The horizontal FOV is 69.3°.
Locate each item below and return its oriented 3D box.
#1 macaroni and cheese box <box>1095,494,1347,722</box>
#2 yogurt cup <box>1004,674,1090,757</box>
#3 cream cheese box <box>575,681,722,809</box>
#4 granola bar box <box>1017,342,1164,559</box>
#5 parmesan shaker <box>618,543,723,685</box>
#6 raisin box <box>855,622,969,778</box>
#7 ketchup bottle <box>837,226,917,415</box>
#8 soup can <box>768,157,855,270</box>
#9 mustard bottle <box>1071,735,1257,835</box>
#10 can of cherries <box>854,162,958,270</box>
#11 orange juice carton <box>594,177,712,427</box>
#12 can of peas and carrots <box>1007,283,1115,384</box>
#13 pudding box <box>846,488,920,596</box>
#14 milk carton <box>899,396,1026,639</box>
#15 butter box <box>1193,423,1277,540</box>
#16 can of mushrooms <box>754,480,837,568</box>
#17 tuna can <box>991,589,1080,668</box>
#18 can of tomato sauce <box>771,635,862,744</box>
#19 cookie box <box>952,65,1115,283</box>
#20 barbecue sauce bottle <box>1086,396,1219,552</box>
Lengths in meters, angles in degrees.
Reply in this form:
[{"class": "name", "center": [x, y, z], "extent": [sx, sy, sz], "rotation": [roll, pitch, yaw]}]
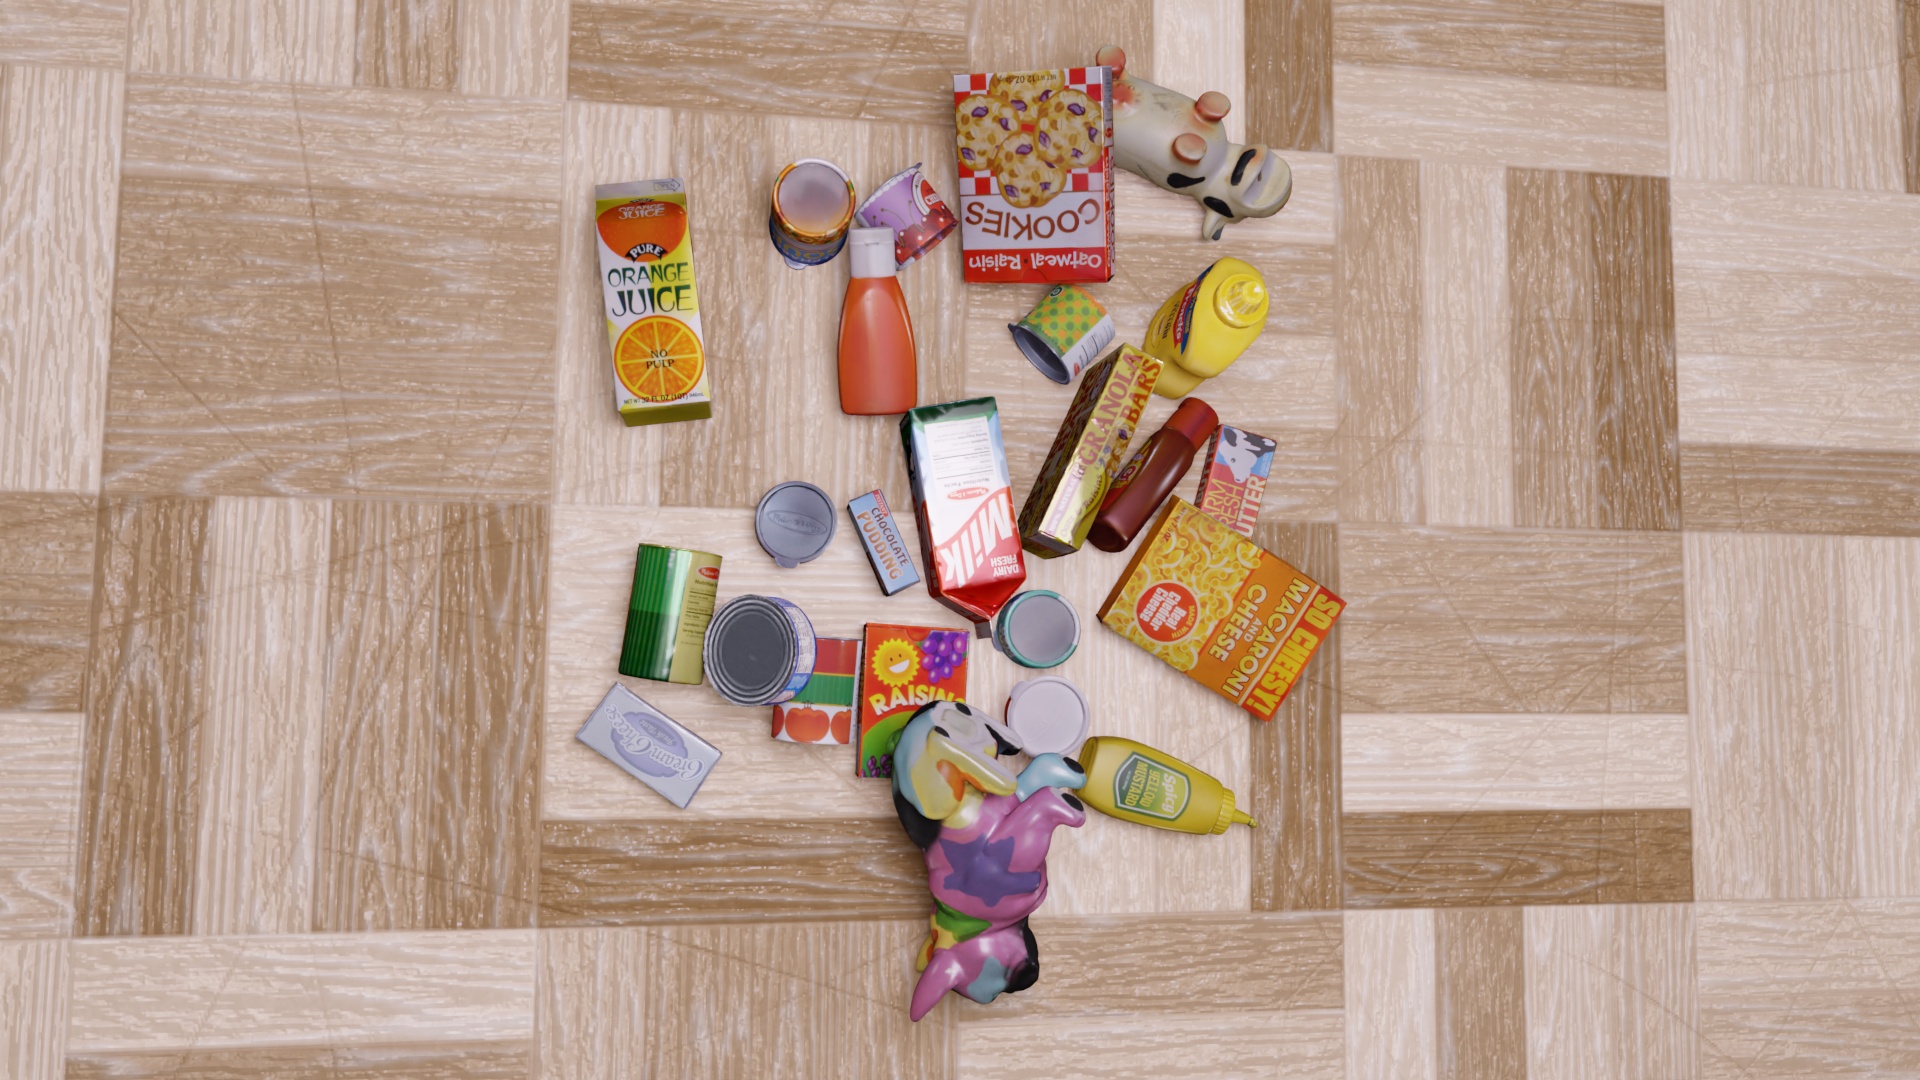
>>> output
[{"class": "macaroni and cheese box", "center": [0.217, 0.056, 1.161], "extent": [0.166, 0.040, 0.123], "rotation": [31, 96, -6]}, {"class": "yogurt cup", "center": [0.067, 0.143, 1.135], "extent": [0.072, 0.054, 0.072], "rotation": [1, 86, -9]}, {"class": "cream cheese box", "center": [-0.245, 0.161, 1.097], "extent": [0.104, 0.024, 0.053], "rotation": [35, 81, -5]}, {"class": "granola bar box", "center": [0.100, -0.068, 1.122], "extent": [0.039, 0.124, 0.166], "rotation": [26, 82, -7]}, {"class": "parmesan shaker", "center": [-0.229, 0.057, 1.085], "extent": [0.071, 0.071, 0.103], "rotation": [9, 85, -8]}, {"class": "raisin box", "center": [-0.040, 0.131, 1.126], "extent": [0.086, 0.040, 0.123], "rotation": [4, 84, -8]}, {"class": "ketchup bottle", "center": [-0.069, -0.177, 1.121], "extent": [0.065, 0.043, 0.148], "rotation": [-3, 106, -5]}, {"class": "soup can", "center": [-0.121, -0.262, 1.123], "extent": [0.071, 0.083, 0.071], "rotation": [1, 86, -9]}, {"class": "mustard bottle", "center": [0.175, 0.210, 1.149], "extent": [0.160, 0.049, 0.065], "rotation": [18, 85, -7]}, {"class": "can of cherries", "center": [-0.042, -0.266, 1.143], "extent": [0.071, 0.071, 0.058], "rotation": [-38, 93, -10]}, {"class": "orange juice carton", "center": [-0.244, -0.193, 1.102], "extent": [0.072, 0.073, 0.192], "rotation": [-7, 86, -9]}, {"class": "can of peas and carrots", "center": [0.085, -0.175, 1.159], "extent": [0.071, 0.071, 0.059], "rotation": [46, 80, -3]}, {"class": "pudding box", "center": [-0.063, 0.003, 1.127], "extent": [0.030, 0.049, 0.083], "rotation": [-23, 89, -8]}, {"class": "milk carton", "center": [0.004, -0.014, 1.129], "extent": [0.073, 0.072, 0.190], "rotation": [-9, 86, -10]}, {"class": "butter box", "center": [0.232, -0.044, 1.192], "extent": [0.053, 0.024, 0.103], "rotation": [17, 83, -7]}, {"class": "can of mushrooms", "center": [-0.135, -0.012, 1.125], "extent": [0.071, 0.033, 0.071], "rotation": [1, 85, -10]}, {"class": "tuna can", "center": [0.062, 0.074, 1.151], "extent": [0.071, 0.033, 0.071], "rotation": [1, 85, -10]}, {"class": "can of tomato sauce", "center": [-0.116, 0.117, 1.101], "extent": [0.071, 0.071, 0.083], "rotation": [5, 86, -9]}, {"class": "cookie box", "center": [0.061, -0.294, 1.125], "extent": [0.123, 0.040, 0.166], "rotation": [3, 108, 18]}, {"class": "barbecue sauce bottle", "center": [0.161, -0.057, 1.165], "extent": [0.043, 0.064, 0.149], "rotation": [43, 72, -6]}]
